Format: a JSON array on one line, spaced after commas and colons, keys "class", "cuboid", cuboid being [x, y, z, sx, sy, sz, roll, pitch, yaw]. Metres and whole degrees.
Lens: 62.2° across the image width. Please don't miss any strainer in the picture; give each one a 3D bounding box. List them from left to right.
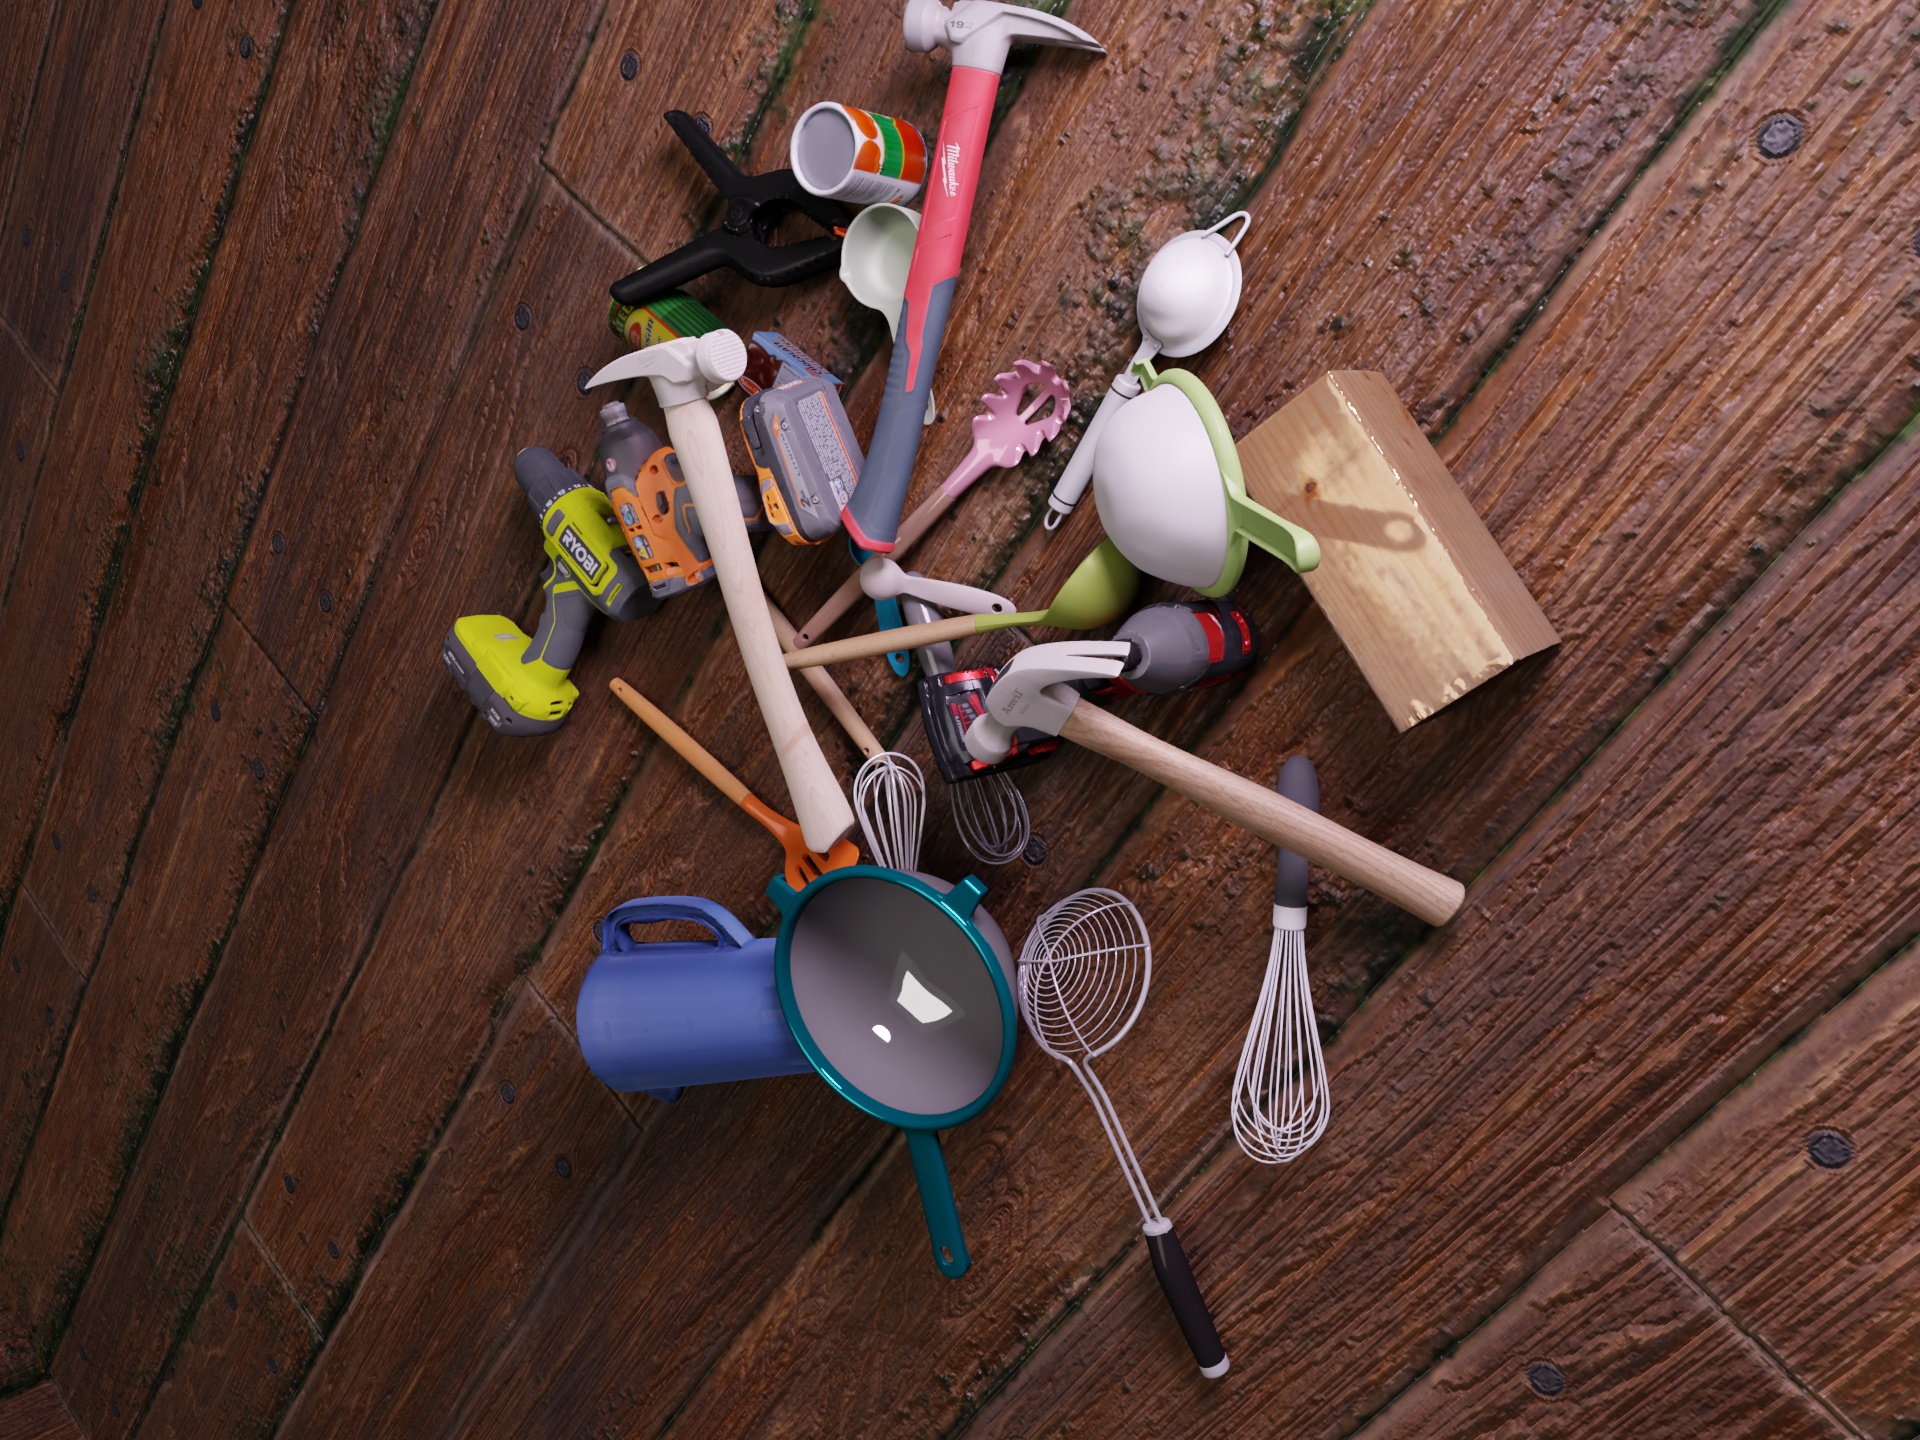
[{"class": "strainer", "cuboid": [-0.019, 0.257, 1.222, 0.211, 0.095, 0.340, -4, 105, 33]}, {"class": "strainer", "cuboid": [0.118, -0.237, 1.099, 0.087, 0.050, 0.258, 53, 127, 35]}, {"class": "strainer", "cuboid": [0.138, -0.128, 0.984, 0.257, 0.069, 0.151, -125, 23, -65]}]

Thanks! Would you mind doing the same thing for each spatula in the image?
[{"class": "spatula", "cuboid": [-0.205, 0.054, 1.373, 0.323, 0.041, 0.081, 38, 102, 26]}]

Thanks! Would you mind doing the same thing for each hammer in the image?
[{"class": "hammer", "cuboid": [-0.171, -0.087, 1.228, 0.146, 0.038, 0.410, -1, 113, 39]}, {"class": "hammer", "cuboid": [-0.008, -0.306, 1.135, 0.143, 0.038, 0.386, 16, 102, 16]}, {"class": "hammer", "cuboid": [0.171, 0.046, 1.016, 0.331, 0.031, 0.130, 26, 139, -4]}]

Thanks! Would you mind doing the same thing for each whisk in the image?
[{"class": "whisk", "cuboid": [-0.044, 0.146, 1.278, 0.058, 0.059, 0.246, -161, 62, -70]}, {"class": "whisk", "cuboid": [-0.001, -0.004, 1.220, 0.055, 0.055, 0.239, -25, 79, 35]}, {"class": "whisk", "cuboid": [0.222, 0.165, 1.086, 0.070, 0.070, 0.284, 6, 97, 34]}]

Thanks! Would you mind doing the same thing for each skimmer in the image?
[{"class": "skimmer", "cuboid": [0.139, 0.306, 1.182, 0.127, 0.090, 0.363, -17, 99, 45]}]

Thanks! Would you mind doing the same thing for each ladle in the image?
[{"class": "ladle", "cuboid": [-0.012, -0.079, 1.179, 0.320, 0.078, 0.062, -9, 102, 31]}]

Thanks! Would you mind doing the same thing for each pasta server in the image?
[{"class": "pasta server", "cuboid": [-0.029, -0.154, 1.201, 0.060, 0.040, 0.316, 48, 117, 1]}]

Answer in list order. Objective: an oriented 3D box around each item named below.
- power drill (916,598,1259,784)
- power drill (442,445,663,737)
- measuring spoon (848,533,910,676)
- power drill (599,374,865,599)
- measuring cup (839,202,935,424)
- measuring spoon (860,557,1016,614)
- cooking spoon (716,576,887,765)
[{"class": "power drill", "cuboid": [0.083, -0.025, 1.097, 0.219, 0.143, 0.078, -21, 84, 38]}, {"class": "power drill", "cuboid": [-0.378, -0.116, 1.445, 0.191, 0.080, 0.228, 48, 119, 18]}, {"class": "measuring spoon", "cuboid": [-0.056, -0.099, 1.261, 0.042, 0.021, 0.128, -7, 103, 24]}, {"class": "power drill", "cuboid": [-0.191, -0.197, 1.261, 0.226, 0.084, 0.164, -12, 107, 36]}, {"class": "measuring cup", "cuboid": [-0.037, -0.304, 1.197, 0.083, 0.038, 0.167, -15, 92, 36]}, {"class": "measuring spoon", "cuboid": [-0.019, -0.095, 1.204, 0.124, 0.018, 0.034, 14, 120, 9]}, {"class": "cooking spoon", "cuboid": [-0.157, -0.087, 1.329, 0.068, 0.017, 0.319, -47, 71, 29]}]
